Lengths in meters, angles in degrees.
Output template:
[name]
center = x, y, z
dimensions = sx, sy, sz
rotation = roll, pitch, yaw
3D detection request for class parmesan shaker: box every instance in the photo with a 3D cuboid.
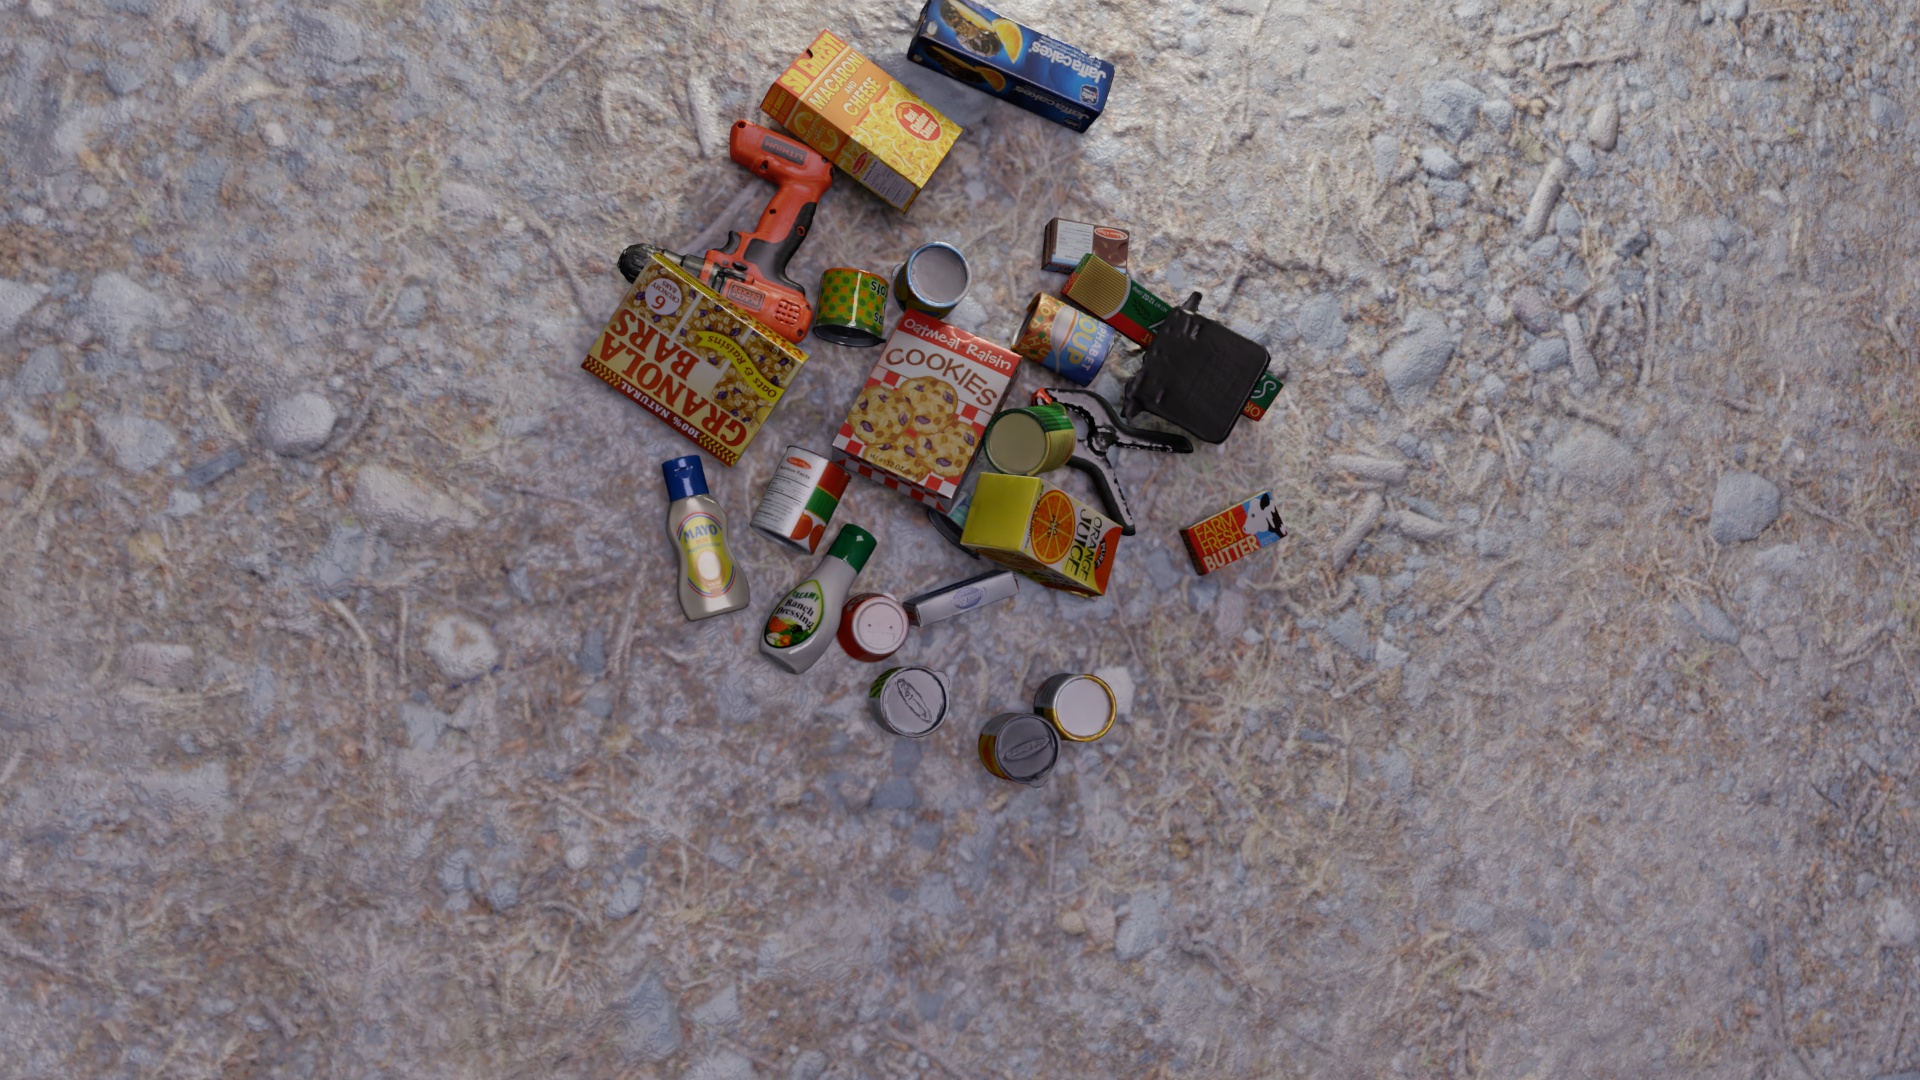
[parmesan shaker]
center = 0.067, -0.097, 1.319
dimensions = 0.071, 0.103, 0.071
rotation = 2, 96, 17

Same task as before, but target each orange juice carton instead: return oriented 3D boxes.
[orange juice carton]
center = 0.090, 0.001, 1.322
dimensions = 0.192, 0.073, 0.072
rotation = 27, 75, -49

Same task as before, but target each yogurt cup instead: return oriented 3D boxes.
[yogurt cup]
center = -0.080, 0.081, 1.302
dimensions = 0.072, 0.054, 0.072
rotation = 1, 84, -14

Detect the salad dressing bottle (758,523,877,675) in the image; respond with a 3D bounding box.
[salad dressing bottle]
center = -0.130, 0.053, 1.292
dimensions = 0.064, 0.043, 0.148
rotation = 18, 66, 32

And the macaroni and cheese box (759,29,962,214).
[macaroni and cheese box]
center = -0.092, -0.405, 1.333
dimensions = 0.166, 0.040, 0.124
rotation = 35, 46, -9

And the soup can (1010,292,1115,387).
[soup can]
center = 0.102, -0.200, 1.374
dimensions = 0.084, 0.071, 0.071
rotation = 25, 78, -11

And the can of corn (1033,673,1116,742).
[can of corn]
center = 0.113, 0.163, 1.342
dimensions = 0.071, 0.058, 0.071
rotation = 2, 84, -15

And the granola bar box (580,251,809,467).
[granola bar box]
center = -0.242, -0.163, 1.266
dimensions = 0.165, 0.039, 0.124
rotation = 35, 106, -9

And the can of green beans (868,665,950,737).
[can of green beans]
center = -0.049, 0.150, 1.300
dimensions = 0.071, 0.057, 0.071
rotation = 2, 84, -15

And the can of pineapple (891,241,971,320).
[can of pineapple]
center = -0.029, -0.251, 1.351
dimensions = 0.071, 0.058, 0.071
rotation = 2, 84, -15

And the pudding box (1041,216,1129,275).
[pudding box]
center = 0.127, -0.295, 1.413
dimensions = 0.084, 0.030, 0.050
rotation = 6, 81, -15

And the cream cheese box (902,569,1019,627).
[cream cheese box]
center = 0.000, 0.054, 1.326
dimensions = 0.104, 0.053, 0.024
rotation = -19, 96, -16

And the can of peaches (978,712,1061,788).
[can of peaches]
center = 0.056, 0.199, 1.323
dimensions = 0.071, 0.058, 0.071
rotation = 2, 84, -16

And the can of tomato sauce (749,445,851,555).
[can of tomato sauce]
center = -0.148, -0.036, 1.292
dimensions = 0.071, 0.071, 0.083
rotation = 27, 78, -11

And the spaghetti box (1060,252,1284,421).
[spaghetti box]
center = 0.218, -0.204, 1.411
dimensions = 0.250, 0.029, 0.050
rotation = 31, 97, -15

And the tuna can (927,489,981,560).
[tuna can]
center = 0.005, -0.017, 1.330
dimensions = 0.071, 0.071, 0.033
rotation = 44, 75, -7

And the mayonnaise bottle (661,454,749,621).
[mayonnaise bottle]
center = -0.239, -0.003, 1.274
dimensions = 0.065, 0.041, 0.148
rotation = -14, 88, -15

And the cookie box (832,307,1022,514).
[cookie box]
center = -0.030, -0.126, 1.315
dimensions = 0.123, 0.040, 0.168
rotation = 24, 68, 6

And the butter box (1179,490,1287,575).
[butter box]
center = 0.280, -0.008, 1.425
dimensions = 0.104, 0.024, 0.053
rotation = -25, 90, -17

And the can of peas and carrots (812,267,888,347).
[can of peas and carrots]
center = -0.102, -0.221, 1.323
dimensions = 0.071, 0.071, 0.059
rotation = 10, 81, -14
